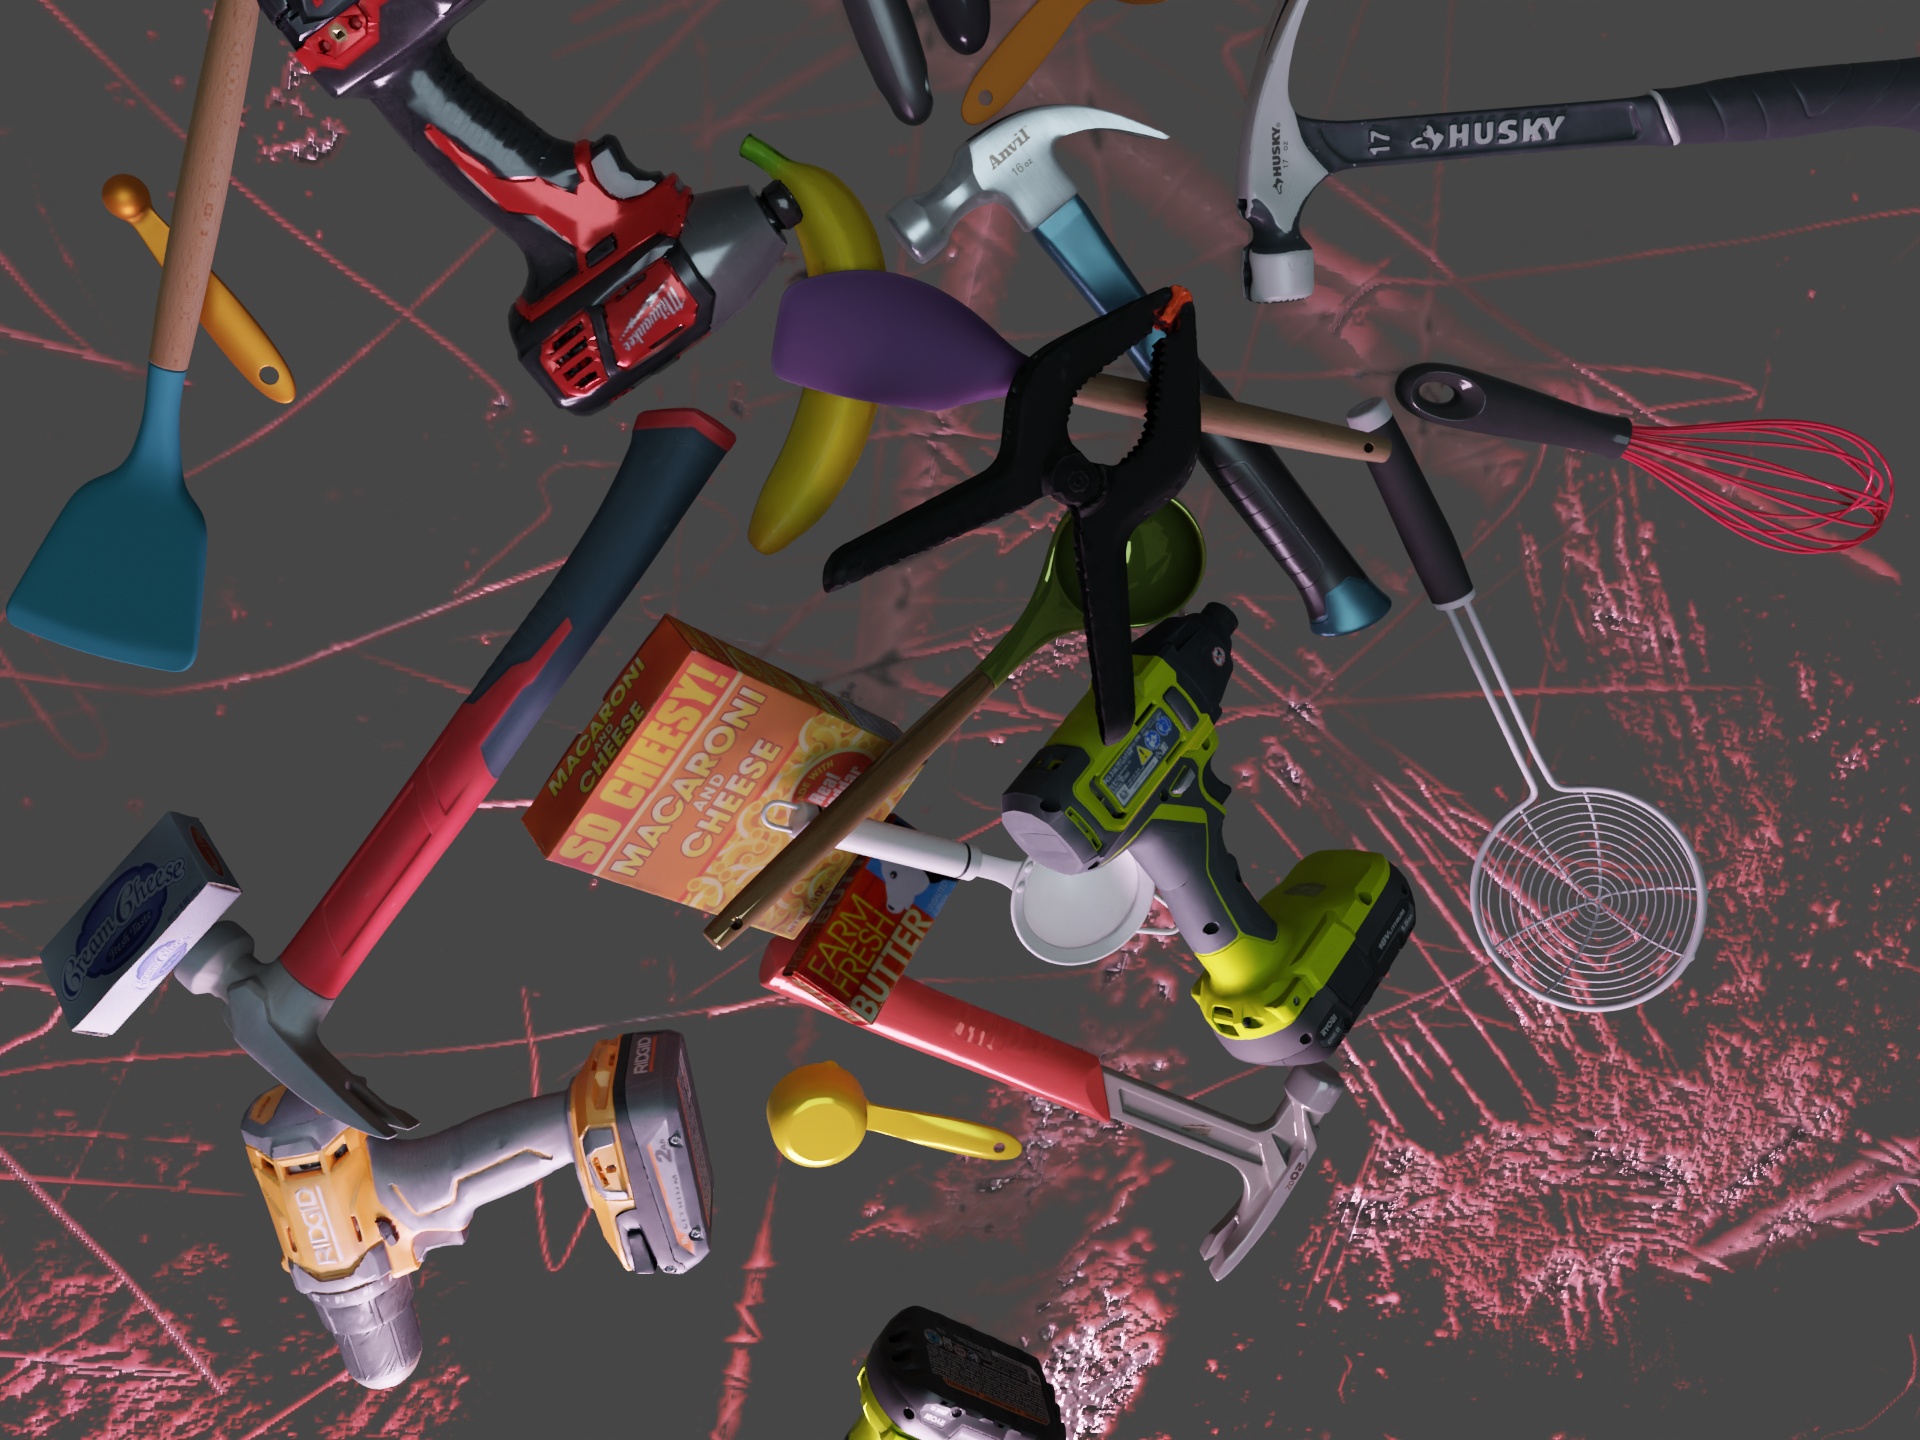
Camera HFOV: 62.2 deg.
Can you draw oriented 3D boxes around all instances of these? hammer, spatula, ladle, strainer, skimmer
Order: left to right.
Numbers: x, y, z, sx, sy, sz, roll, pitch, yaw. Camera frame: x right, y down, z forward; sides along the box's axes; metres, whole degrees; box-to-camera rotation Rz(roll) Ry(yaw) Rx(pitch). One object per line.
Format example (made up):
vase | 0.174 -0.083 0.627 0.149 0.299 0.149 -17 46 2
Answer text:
spatula | -0.343 -0.177 0.693 0.082 0.044 0.317 17 111 -12
hammer | -0.222 0.018 0.775 0.143 0.038 0.386 38 95 8
ladle | -0.001 -0.002 0.776 0.320 0.062 0.078 -44 108 -16
strainer | 0.009 0.074 0.838 0.258 0.050 0.087 17 100 -32
hammer | 0.046 0.209 0.920 0.358 0.037 0.149 25 102 -19
spatula | 0.067 -0.161 0.766 0.315 0.018 0.059 9 104 -16
hammer | 0.114 -0.165 0.806 0.128 0.033 0.330 -40 112 5
skimmer | 0.294 -0.004 0.867 0.127 0.090 0.363 -21 113 26
hammer | 0.334 -0.307 0.801 0.409 0.036 0.149 -9 109 -9

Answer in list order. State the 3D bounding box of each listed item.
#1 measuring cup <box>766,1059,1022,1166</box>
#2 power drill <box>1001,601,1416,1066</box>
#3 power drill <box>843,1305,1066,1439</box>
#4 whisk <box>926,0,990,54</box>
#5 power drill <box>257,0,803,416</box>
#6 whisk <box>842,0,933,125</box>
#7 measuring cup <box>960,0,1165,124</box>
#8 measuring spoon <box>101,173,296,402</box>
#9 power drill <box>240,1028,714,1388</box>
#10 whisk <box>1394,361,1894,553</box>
measuring cup | -0.035 0.239 0.916 0.156 0.029 0.062 15 105 -15
power drill | 0.142 0.061 0.851 0.223 0.080 0.171 50 65 -20
power drill | -0.035 0.489 0.980 0.190 0.080 0.228 31 103 -19
whisk | -0.031 -0.431 0.675 0.070 0.070 0.284 -18 116 -5
power drill | -0.176 -0.255 0.687 0.143 0.079 0.219 -31 116 10
whisk | -0.061 -0.377 0.690 0.055 0.055 0.238 -25 115 -2
measuring cup | 0.063 -0.341 0.722 0.095 0.052 0.173 39 96 -21
measuring spoon | -0.340 -0.192 0.714 0.021 0.011 0.116 -34 112 1
power drill | -0.250 0.266 0.857 0.226 0.084 0.185 -9 110 -4
whisk | 0.371 -0.146 0.855 0.295 0.073 0.073 12 106 -9
